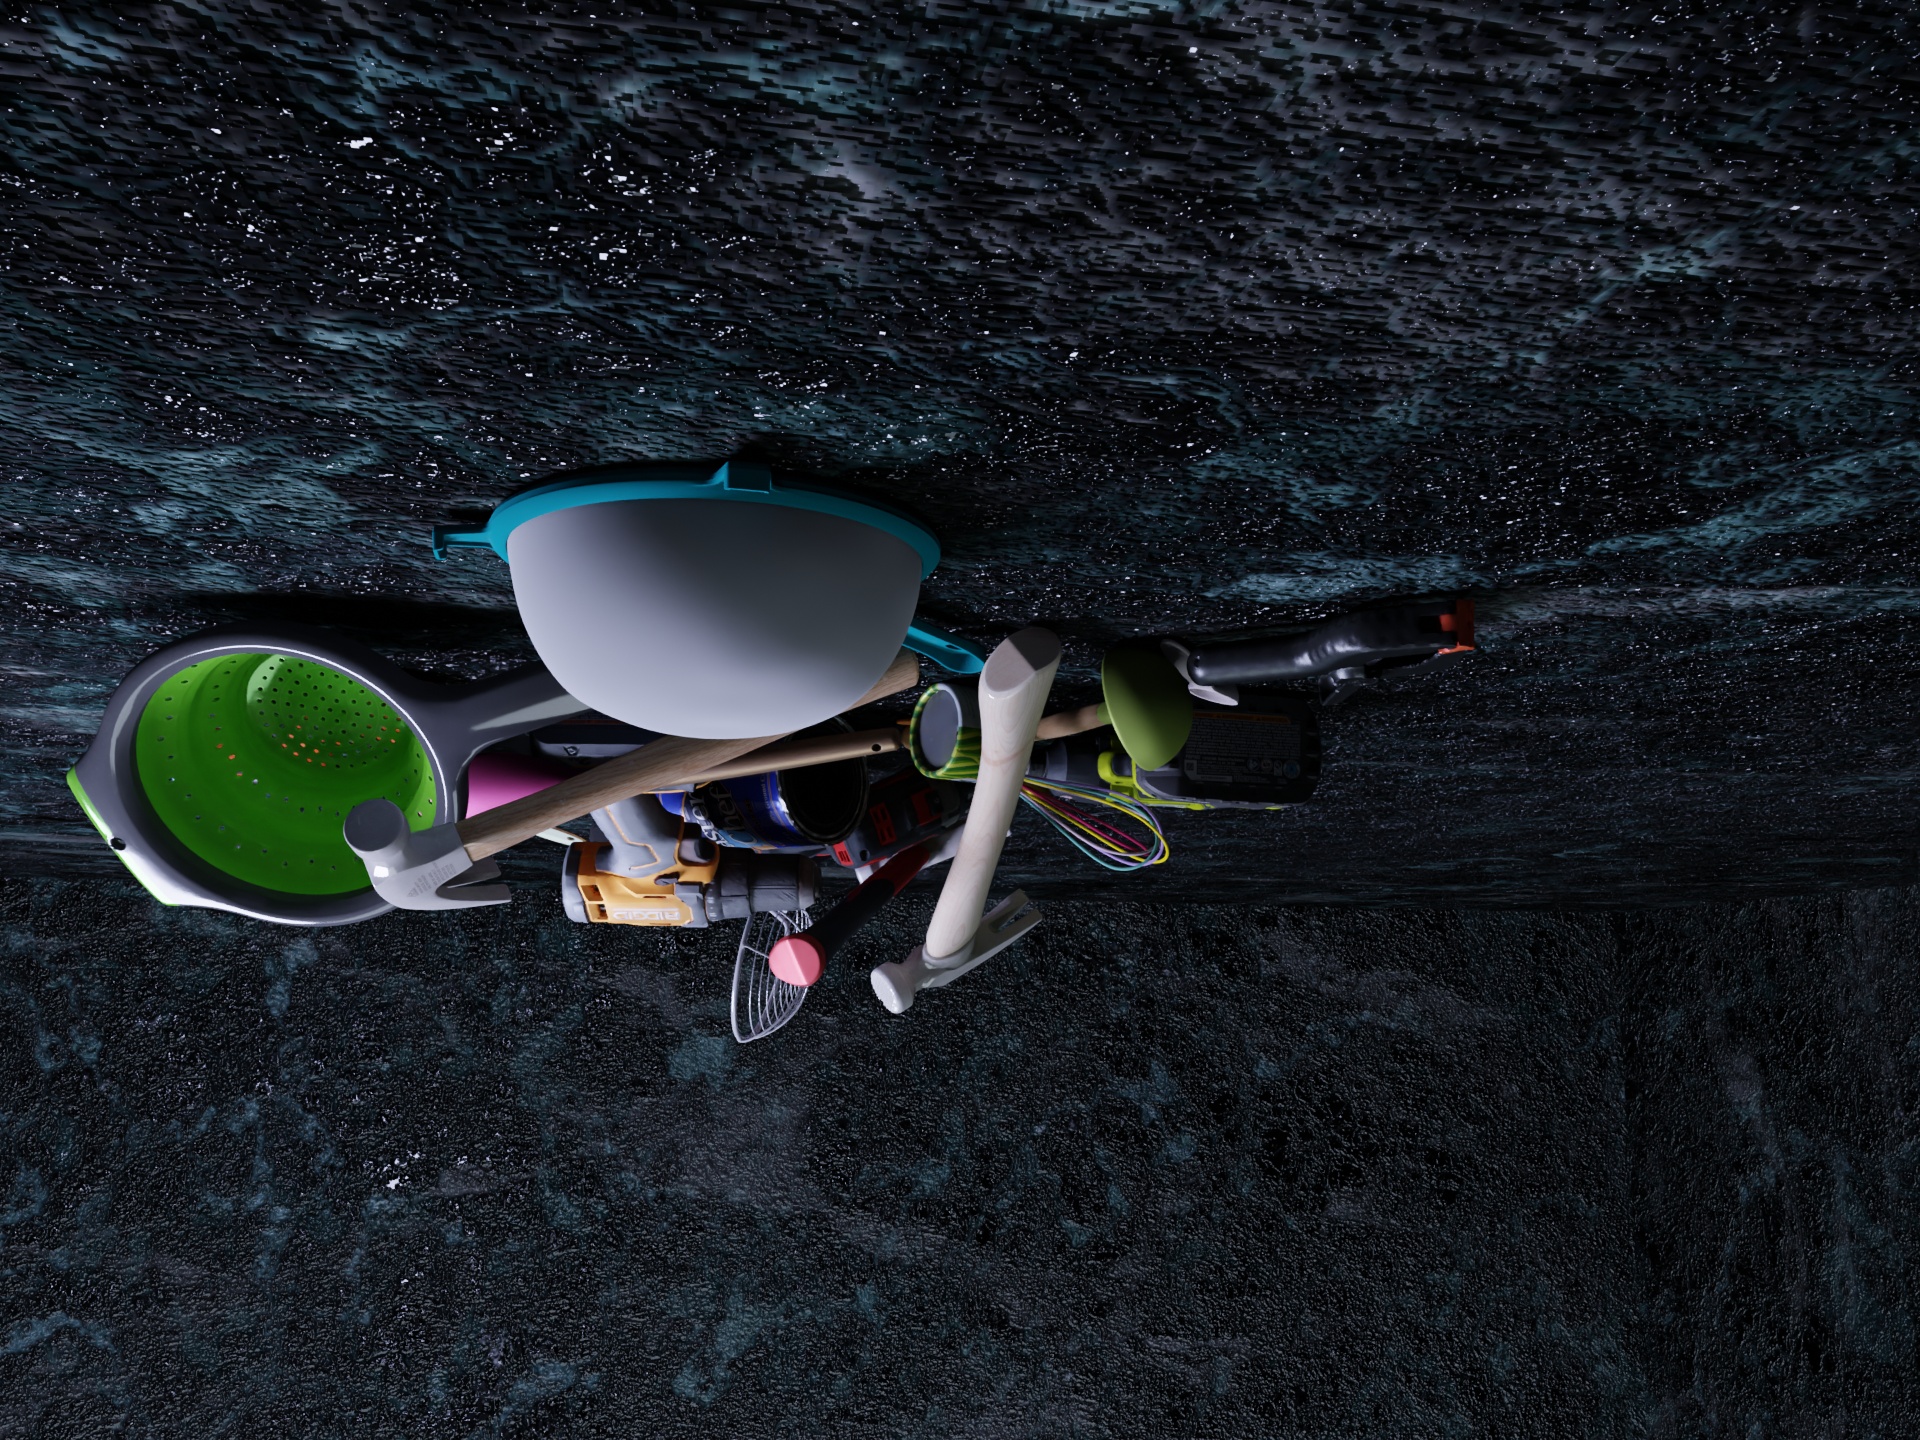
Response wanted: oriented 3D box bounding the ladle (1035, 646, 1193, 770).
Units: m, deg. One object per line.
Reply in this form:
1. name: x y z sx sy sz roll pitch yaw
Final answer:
1. ladle: 0.080 0.001 1.088 0.062 0.078 0.320 -20 -179 -15

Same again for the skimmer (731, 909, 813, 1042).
1. skimmer: -0.209 0.131 1.330 0.090 0.127 0.364 -9 -152 -26

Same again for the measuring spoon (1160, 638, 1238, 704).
1. measuring spoon: 0.150 -0.035 1.003 0.034 0.018 0.124 14 170 27

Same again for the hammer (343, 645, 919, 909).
1. hammer: -0.177 0.027 0.922 0.331 0.031 0.130 -23 157 -15

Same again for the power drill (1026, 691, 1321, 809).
1. power drill: 0.154 0.031 1.194 0.171 0.080 0.223 3 172 -16

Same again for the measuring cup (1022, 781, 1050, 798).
1. measuring cup: 0.088 0.062 1.356 0.062 0.029 0.157 9 -174 -45

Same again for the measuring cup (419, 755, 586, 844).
1. measuring cup: -0.397 0.065 1.370 0.167 0.038 0.083 24 143 -21

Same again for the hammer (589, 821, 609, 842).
1. hammer: -0.301 0.085 1.428 0.127 0.034 0.337 4 -178 -14

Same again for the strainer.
1. strainer: -0.082 -0.031 0.800 0.211 0.095 0.340 -6 167 31

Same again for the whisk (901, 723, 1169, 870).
1. whisk: 0.051 0.054 1.178 0.245 0.051 0.047 23 174 34

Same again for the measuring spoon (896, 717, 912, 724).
1. measuring spoon: -0.002 -0.004 1.194 0.117 0.011 0.021 -3 170 38

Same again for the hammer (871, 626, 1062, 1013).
1. hammer: 0.024 0.070 1.084 0.146 0.038 0.410 -28 154 -26

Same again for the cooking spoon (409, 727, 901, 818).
1. cooking spoon: -0.193 0.035 0.995 0.319 0.017 0.068 -9 125 8

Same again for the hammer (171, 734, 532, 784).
1. hammer: -0.468 0.042 1.272 0.331 0.033 0.128 -1 158 8

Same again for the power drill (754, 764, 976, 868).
1. power drill: -0.072 0.074 1.366 0.188 0.080 0.227 -22 -174 -35

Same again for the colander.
1. colander: -0.315 -0.009 0.942 0.397 0.204 0.095 -18 -150 8

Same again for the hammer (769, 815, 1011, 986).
1. hammer: -0.057 0.133 1.247 0.143 0.038 0.386 -22 -178 12

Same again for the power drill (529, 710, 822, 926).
1. power drill: -0.194 0.065 1.102 0.185 0.084 0.226 1 138 0
